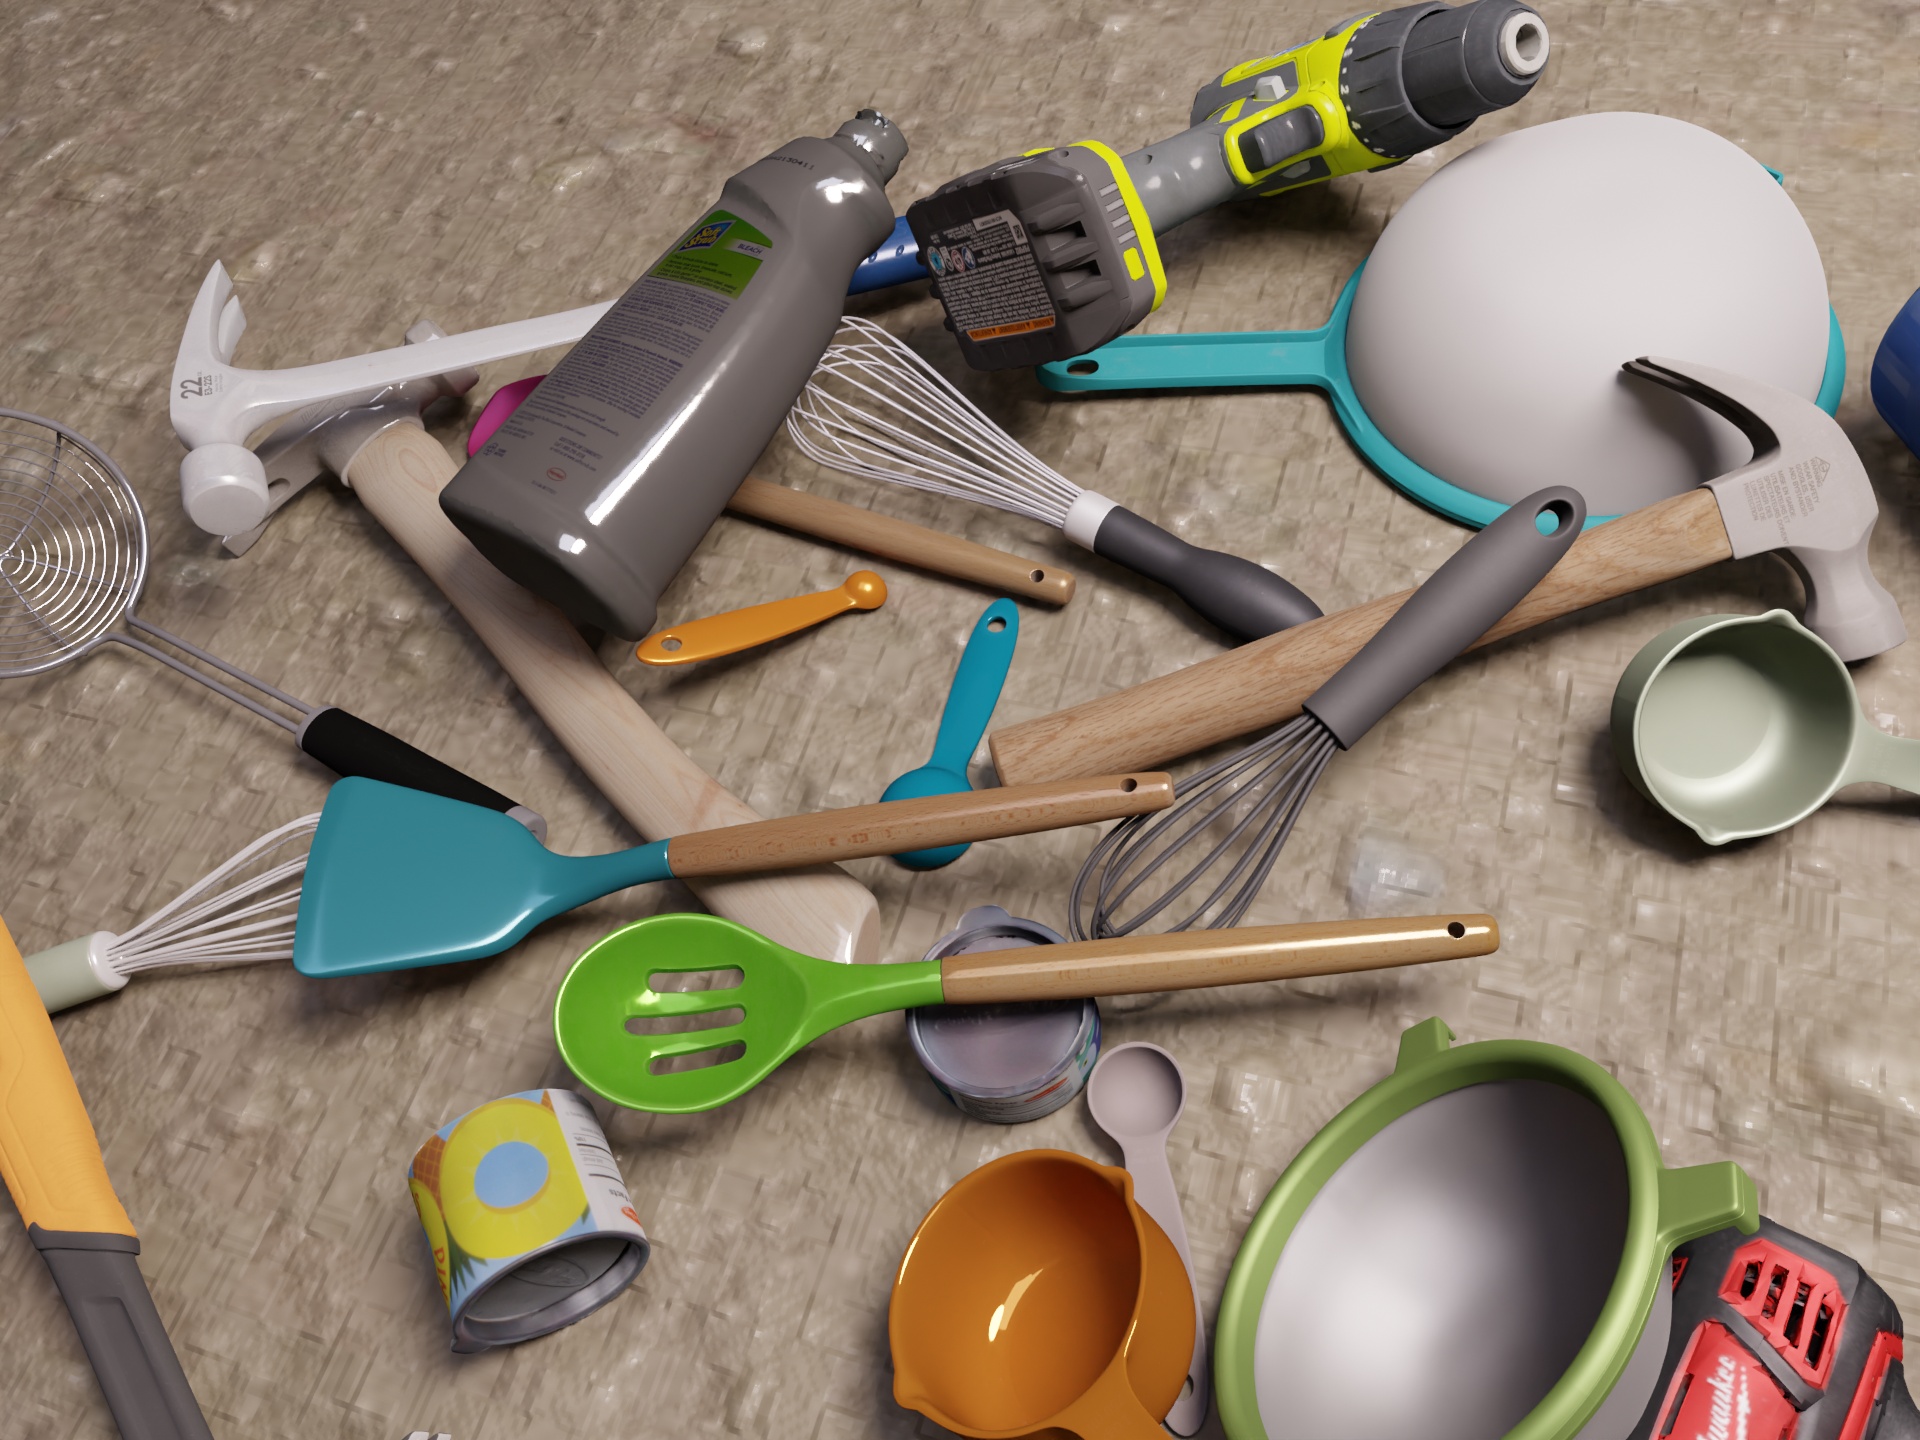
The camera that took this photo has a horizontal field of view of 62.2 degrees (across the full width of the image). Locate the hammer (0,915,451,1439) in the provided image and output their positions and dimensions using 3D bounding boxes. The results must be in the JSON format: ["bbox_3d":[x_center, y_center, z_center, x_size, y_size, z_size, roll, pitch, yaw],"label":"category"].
[{"bbox_3d":[-0.313,0.159,0.565,0.127,0.034,0.337,-36,67,-11],"label":"hammer"}]

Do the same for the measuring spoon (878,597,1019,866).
[{"bbox_3d":[-0.001,-0.002,0.636,0.042,0.021,0.129,10,61,17],"label":"measuring spoon"}]

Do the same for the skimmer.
[{"bbox_3d":[-0.332,-0.033,0.680,0.363,0.090,0.127,23,65,22],"label":"skimmer"}]

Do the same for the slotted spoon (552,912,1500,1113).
[{"bbox_3d":[0.020,0.087,0.534,0.314,0.031,0.070,-6,64,5],"label":"slotted spoon"}]

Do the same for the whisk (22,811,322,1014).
[{"bbox_3d":[-0.332,0.092,0.636,0.246,0.057,0.059,-19,22,3],"label":"whisk"}]

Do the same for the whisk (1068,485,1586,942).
[{"bbox_3d":[0.132,0.004,0.562,0.239,0.055,0.055,-44,59,2],"label":"whisk"}]

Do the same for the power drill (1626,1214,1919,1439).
[{"bbox_3d":[0.270,0.239,0.402,0.220,0.078,0.143,25,66,27],"label":"power drill"}]

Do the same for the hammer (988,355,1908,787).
[{"bbox_3d":[0.169,-0.036,0.595,0.331,0.031,0.130,-19,93,6],"label":"hammer"}]

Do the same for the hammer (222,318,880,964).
[{"bbox_3d":[-0.180,-0.019,0.672,0.146,0.038,0.411,-42,61,-7],"label":"hammer"}]

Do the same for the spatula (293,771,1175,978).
[{"bbox_3d":[-0.083,0.043,0.570,0.317,0.044,0.082,-9,57,12],"label":"spatula"}]

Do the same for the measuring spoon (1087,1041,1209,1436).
[{"bbox_3d":[0.066,0.169,0.525,0.034,0.018,0.124,-12,63,13],"label":"measuring spoon"}]

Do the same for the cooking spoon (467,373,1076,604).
[{"bbox_3d":[-0.094,-0.101,0.718,0.319,0.017,0.069,19,75,22],"label":"cooking spoon"}]

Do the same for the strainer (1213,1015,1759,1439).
[{"bbox_3d":[0.115,0.211,0.446,0.069,0.151,0.256,41,84,-15],"label":"strainer"}]

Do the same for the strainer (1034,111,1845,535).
[{"bbox_3d":[0.196,-0.182,0.666,0.340,0.095,0.211,0,59,10],"label":"strainer"}]

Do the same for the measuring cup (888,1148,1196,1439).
[{"bbox_3d":[0.048,0.200,0.453,0.095,0.052,0.174,-43,39,-5],"label":"measuring cup"}]

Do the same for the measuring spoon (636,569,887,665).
[{"bbox_3d":[-0.080,-0.044,0.659,0.117,0.011,0.021,-19,55,-30],"label":"measuring spoon"}]

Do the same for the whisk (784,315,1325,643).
[{"bbox_3d":[0.030,-0.099,0.675,0.285,0.070,0.070,30,68,21],"label":"whisk"}]

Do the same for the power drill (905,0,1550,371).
[{"bbox_3d":[0.110,-0.232,0.664,0.228,0.080,0.191,-31,20,-18],"label":"power drill"}]

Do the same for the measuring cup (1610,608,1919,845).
[{"bbox_3d":[0.310,0.009,0.557,0.167,0.038,0.083,12,99,-3],"label":"measuring cup"}]

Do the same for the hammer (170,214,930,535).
[{"bbox_3d":[-0.153,-0.193,0.735,0.405,0.035,0.144,-16,57,-12],"label":"hammer"}]
